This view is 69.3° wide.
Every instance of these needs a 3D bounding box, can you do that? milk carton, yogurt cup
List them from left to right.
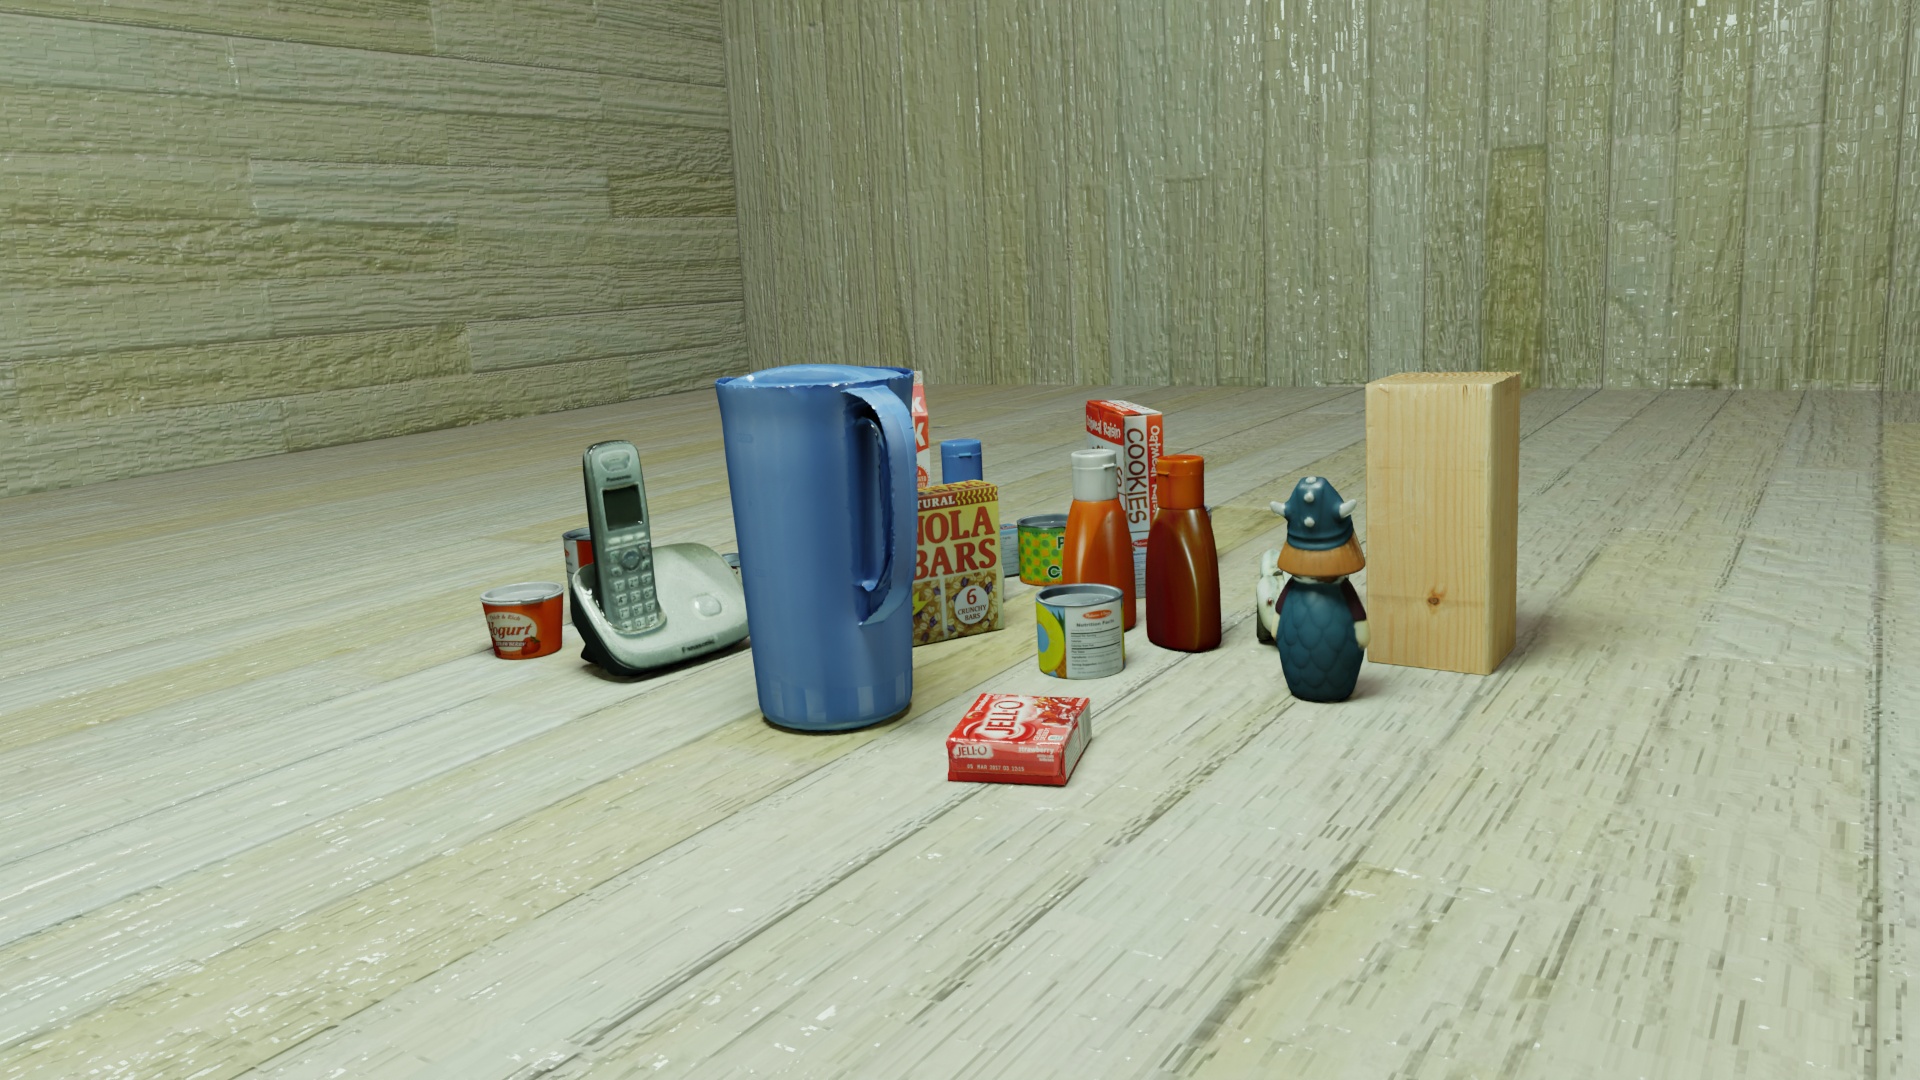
[{"bbox_3d":[-0.365,0.067,1.166,0.072,0.053,0.072,-3,11,1],"label":"yogurt cup"},{"bbox_3d":[-0.071,-0.085,1.494,0.072,0.190,0.073,-4,11,-7],"label":"milk carton"}]

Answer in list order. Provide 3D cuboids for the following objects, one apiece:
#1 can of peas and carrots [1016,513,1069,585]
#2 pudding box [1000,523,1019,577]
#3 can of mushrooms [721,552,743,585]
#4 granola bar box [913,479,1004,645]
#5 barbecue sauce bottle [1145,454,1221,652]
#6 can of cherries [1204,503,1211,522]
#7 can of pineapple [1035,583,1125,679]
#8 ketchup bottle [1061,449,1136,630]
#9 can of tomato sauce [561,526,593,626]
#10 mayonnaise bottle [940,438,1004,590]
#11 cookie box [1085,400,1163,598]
[{"bbox_3d":[0.089,0.009,1.324,0.071,0.058,0.071,-3,11,1],"label":"can of peas and carrots"},{"bbox_3d":[0.019,0.013,1.343,0.084,0.049,0.030,-9,13,-27],"label":"pudding box"},{"bbox_3d":[-0.207,0.032,1.348,0.071,0.033,0.071,-3,11,1],"label":"can of mushrooms"},{"bbox_3d":[-0.047,0.023,1.127,0.166,0.124,0.039,-9,13,-28],"label":"granola bar box"},{"bbox_3d":[0.172,0.009,1.079,0.044,0.148,0.065,-11,13,-34],"label":"barbecue sauce bottle"},{"bbox_3d":[0.214,-0.003,1.352,0.071,0.058,0.071,-3,11,1],"label":"can of cherries"},{"bbox_3d":[0.090,0.067,1.042,0.071,0.057,0.071,-3,11,1],"label":"can of pineapple"},{"bbox_3d":[0.112,0.001,1.130,0.065,0.148,0.043,-11,13,-35],"label":"ketchup bottle"},{"bbox_3d":[-0.319,0.032,1.254,0.071,0.083,0.071,-3,11,1],"label":"can of tomato sauce"},{"bbox_3d":[0.004,-0.016,1.242,0.065,0.147,0.041,-5,11,-9],"label":"mayonnaise bottle"},{"bbox_3d":[0.151,-0.042,1.284,0.040,0.167,0.123,-5,11,-10],"label":"cookie box"}]
